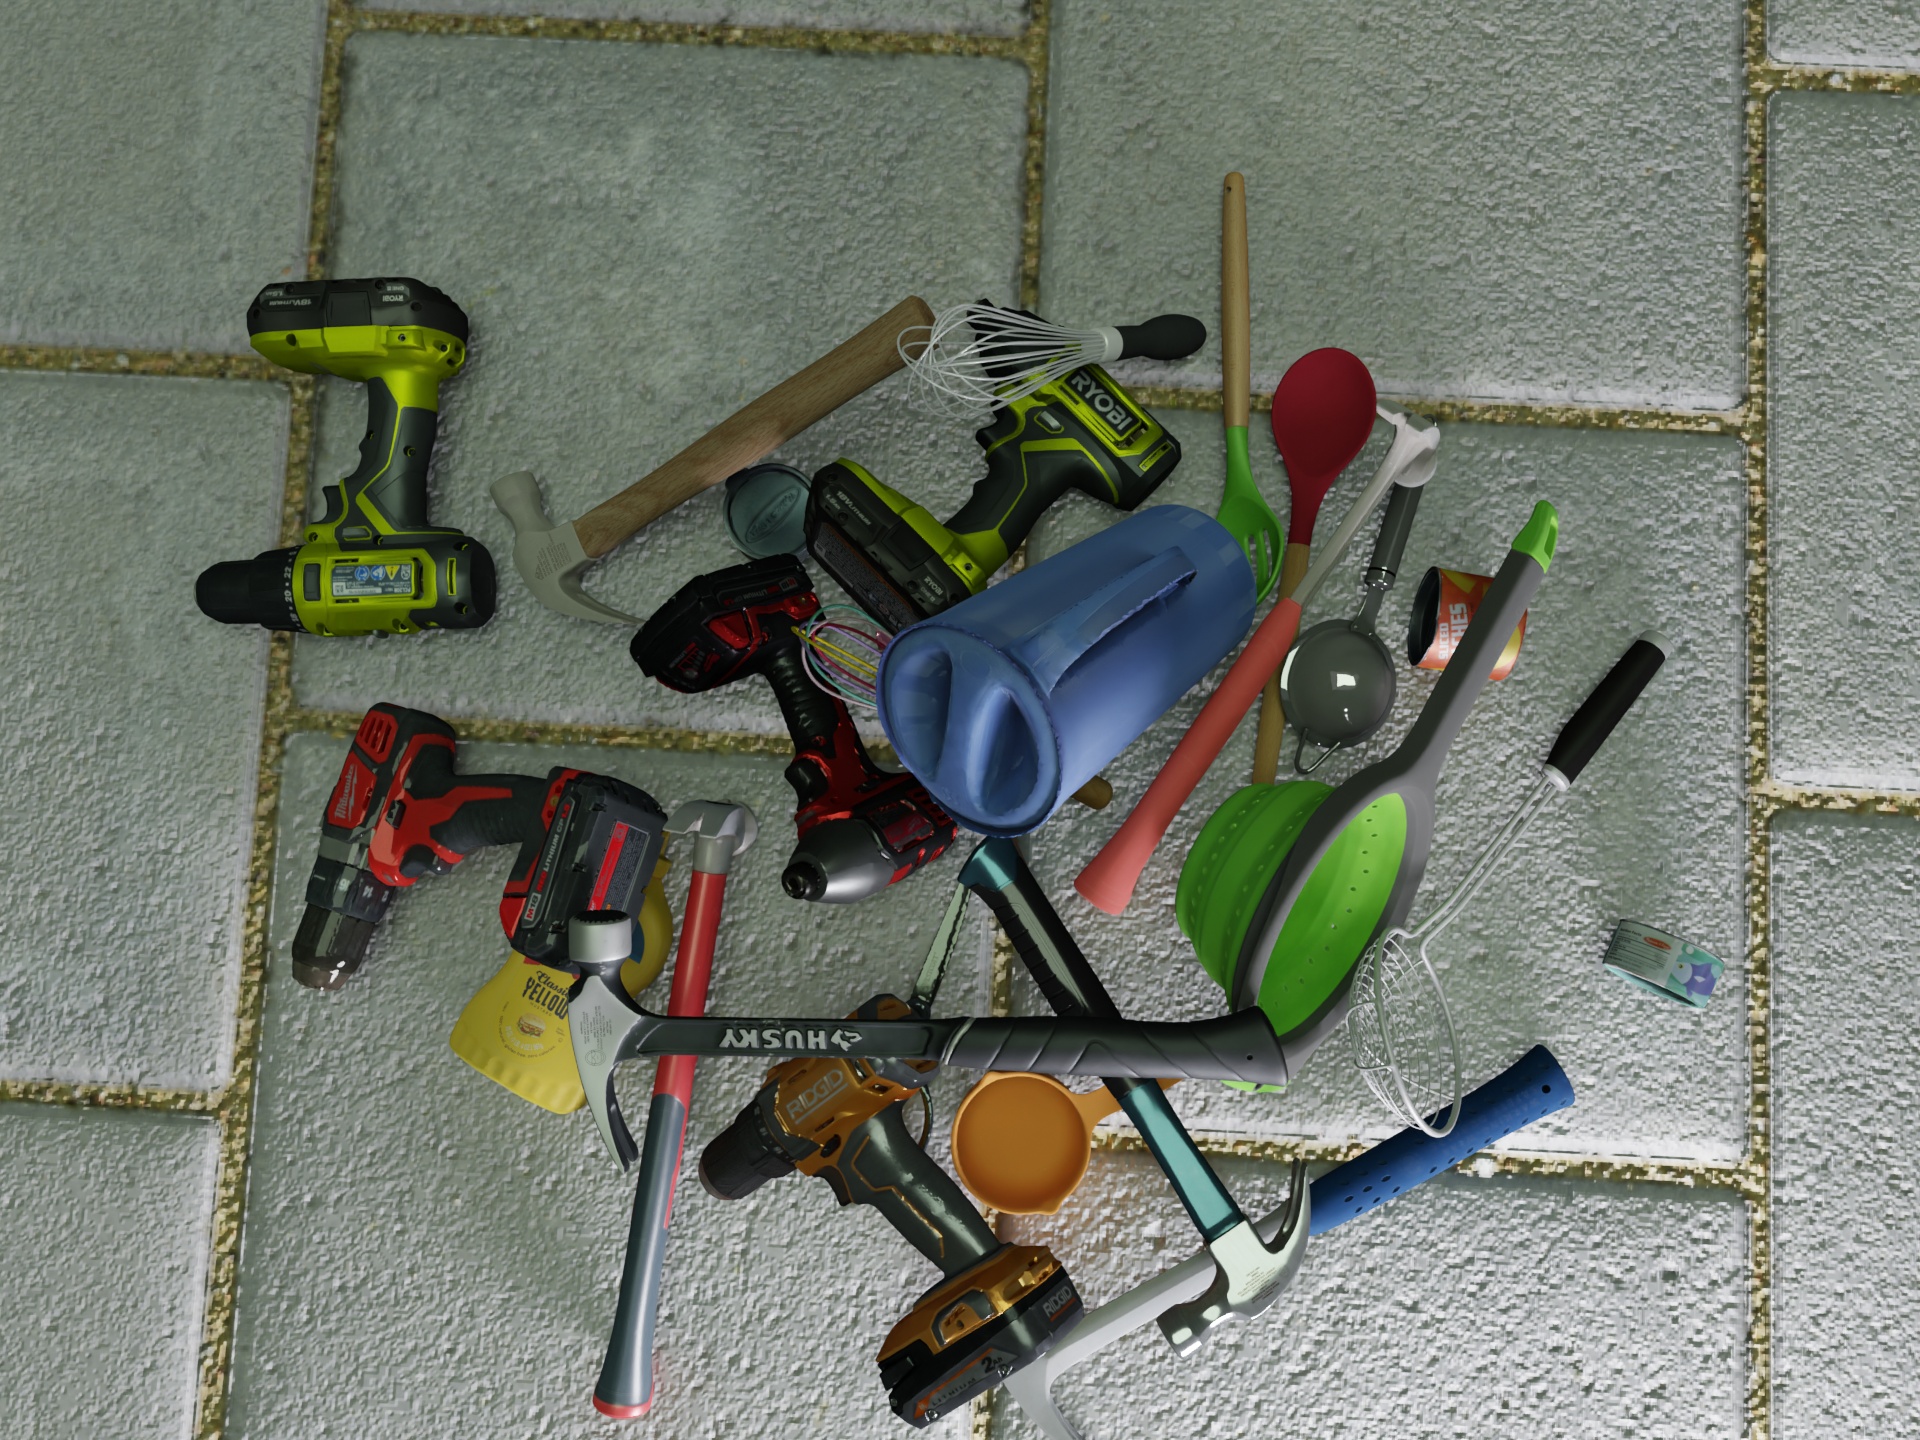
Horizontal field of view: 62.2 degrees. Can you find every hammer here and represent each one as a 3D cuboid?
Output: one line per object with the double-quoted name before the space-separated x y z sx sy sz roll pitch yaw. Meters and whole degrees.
"hammer" -0.153 -0.166 1.009 0.331 0.031 0.130 -27 84 22
"hammer" 0.179 -0.031 0.982 0.037 0.149 0.359 36 102 16
"hammer" 0.098 0.214 0.977 0.128 0.033 0.331 -32 85 -5
"hammer" -0.021 0.186 0.901 0.409 0.036 0.149 1 95 5
"hammer" 0.208 0.327 1.013 0.405 0.035 0.144 -28 84 -2
"hammer" -0.183 0.242 0.986 0.038 0.143 0.386 9 89 2

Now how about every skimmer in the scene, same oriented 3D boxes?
"skimmer" 0.362 0.091 0.998 0.363 0.090 0.127 -50 124 -10

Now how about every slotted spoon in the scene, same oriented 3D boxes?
"slotted spoon" 0.187 -0.220 1.066 0.031 0.070 0.314 9 77 -42

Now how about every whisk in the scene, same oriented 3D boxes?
"whisk" 0.067 -0.231 0.986 0.284 0.070 0.070 -20 82 -45
"whisk" -0.002 -0.004 1.006 0.244 0.047 0.051 29 66 -24

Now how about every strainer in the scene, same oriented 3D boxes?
"strainer" 0.274 -0.086 1.050 0.086 0.050 0.258 22 81 -17

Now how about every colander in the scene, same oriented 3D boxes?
"colander" 0.238 0.033 0.982 0.095 0.204 0.397 29 92 35

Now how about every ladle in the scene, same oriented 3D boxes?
"ladle" 0.223 -0.091 1.059 0.069 0.031 0.315 10 86 2

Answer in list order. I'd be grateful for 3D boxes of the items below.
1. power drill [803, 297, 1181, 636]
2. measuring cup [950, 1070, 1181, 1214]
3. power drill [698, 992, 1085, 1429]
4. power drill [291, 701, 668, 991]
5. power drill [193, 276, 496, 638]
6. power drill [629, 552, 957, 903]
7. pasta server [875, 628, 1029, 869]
"power drill" 0.012 -0.162 1.026 0.171 0.080 0.223 45 69 5
"measuring cup" 0.076 0.247 1.016 0.173 0.052 0.095 -26 85 -3
"power drill" -0.053 0.306 0.971 0.185 0.084 0.226 -40 74 22
"power drill" -0.313 0.097 0.993 0.227 0.080 0.188 12 78 25
"power drill" -0.410 -0.167 1.053 0.190 0.080 0.228 -2 87 3
"power drill" -0.103 0.012 0.998 0.078 0.143 0.220 -37 83 36
"pasta server" 0.022 0.064 1.041 0.060 0.040 0.316 -23 85 -15
